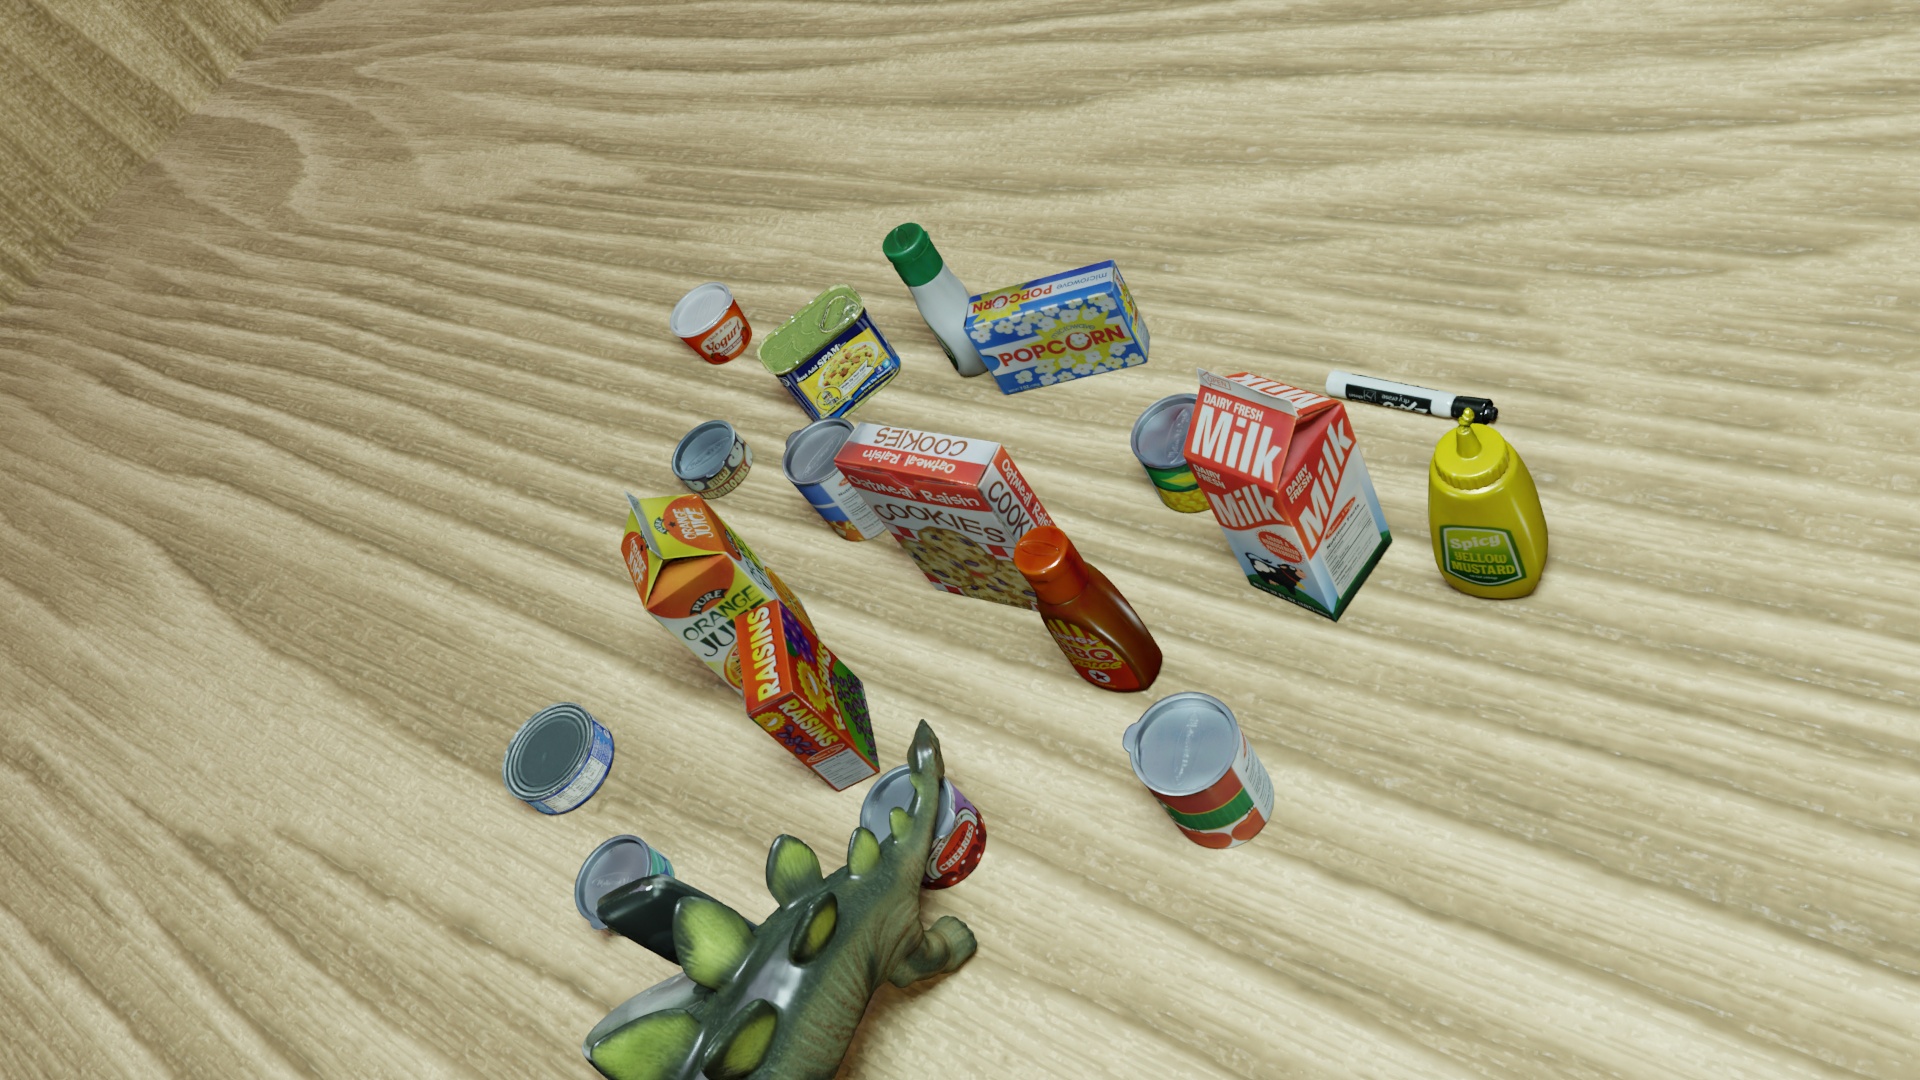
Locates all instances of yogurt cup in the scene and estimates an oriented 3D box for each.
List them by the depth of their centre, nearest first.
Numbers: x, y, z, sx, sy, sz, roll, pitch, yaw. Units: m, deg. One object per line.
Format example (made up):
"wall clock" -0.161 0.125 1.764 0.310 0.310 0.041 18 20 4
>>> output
"yogurt cup" -0.238 -0.207 1.340 0.072 0.053 0.073 -15 50 19

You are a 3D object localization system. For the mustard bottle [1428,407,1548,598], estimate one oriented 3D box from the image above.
"mustard bottle" 0.305 -0.024 0.815 0.065 0.159 0.049 3 58 32

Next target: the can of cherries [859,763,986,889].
"can of cherries" -0.022 0.189 0.909 0.071 0.058 0.072 -15 50 19

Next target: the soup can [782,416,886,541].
"soup can" -0.095 -0.049 1.116 0.071 0.083 0.072 -16 50 19

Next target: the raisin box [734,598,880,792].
"raisin box" -0.108 0.109 0.974 0.040 0.123 0.086 -26 47 11

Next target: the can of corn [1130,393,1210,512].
"can of corn" 0.165 -0.062 0.995 0.071 0.058 0.071 -15 50 19

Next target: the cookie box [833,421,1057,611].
"cookie box" 0.003 -0.012 0.974 0.123 0.167 0.040 11 62 35

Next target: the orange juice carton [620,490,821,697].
"orange juice carton" -0.183 0.037 1.025 0.073 0.192 0.072 -35 46 2

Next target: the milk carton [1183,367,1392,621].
"milk carton" 0.201 -0.037 0.864 0.072 0.190 0.073 27 72 41

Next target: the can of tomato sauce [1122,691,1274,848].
"can of tomato sauce" 0.144 0.140 0.834 0.071 0.083 0.071 -16 50 19

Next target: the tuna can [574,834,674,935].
"tuna can" -0.243 0.252 1.004 0.071 0.032 0.071 -15 50 19

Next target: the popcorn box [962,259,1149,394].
"popcorn box" 0.078 -0.168 1.108 0.126 0.085 0.038 -11 52 23

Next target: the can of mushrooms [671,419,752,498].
"can of mushrooms" -0.221 -0.071 1.239 0.071 0.033 0.071 -15 50 19

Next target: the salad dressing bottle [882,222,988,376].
"salad dressing bottle" -0.015 -0.197 1.140 0.044 0.147 0.064 -28 47 9

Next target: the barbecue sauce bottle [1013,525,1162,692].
"barbecue sauce bottle" 0.079 0.045 0.899 0.065 0.148 0.044 10 62 35
